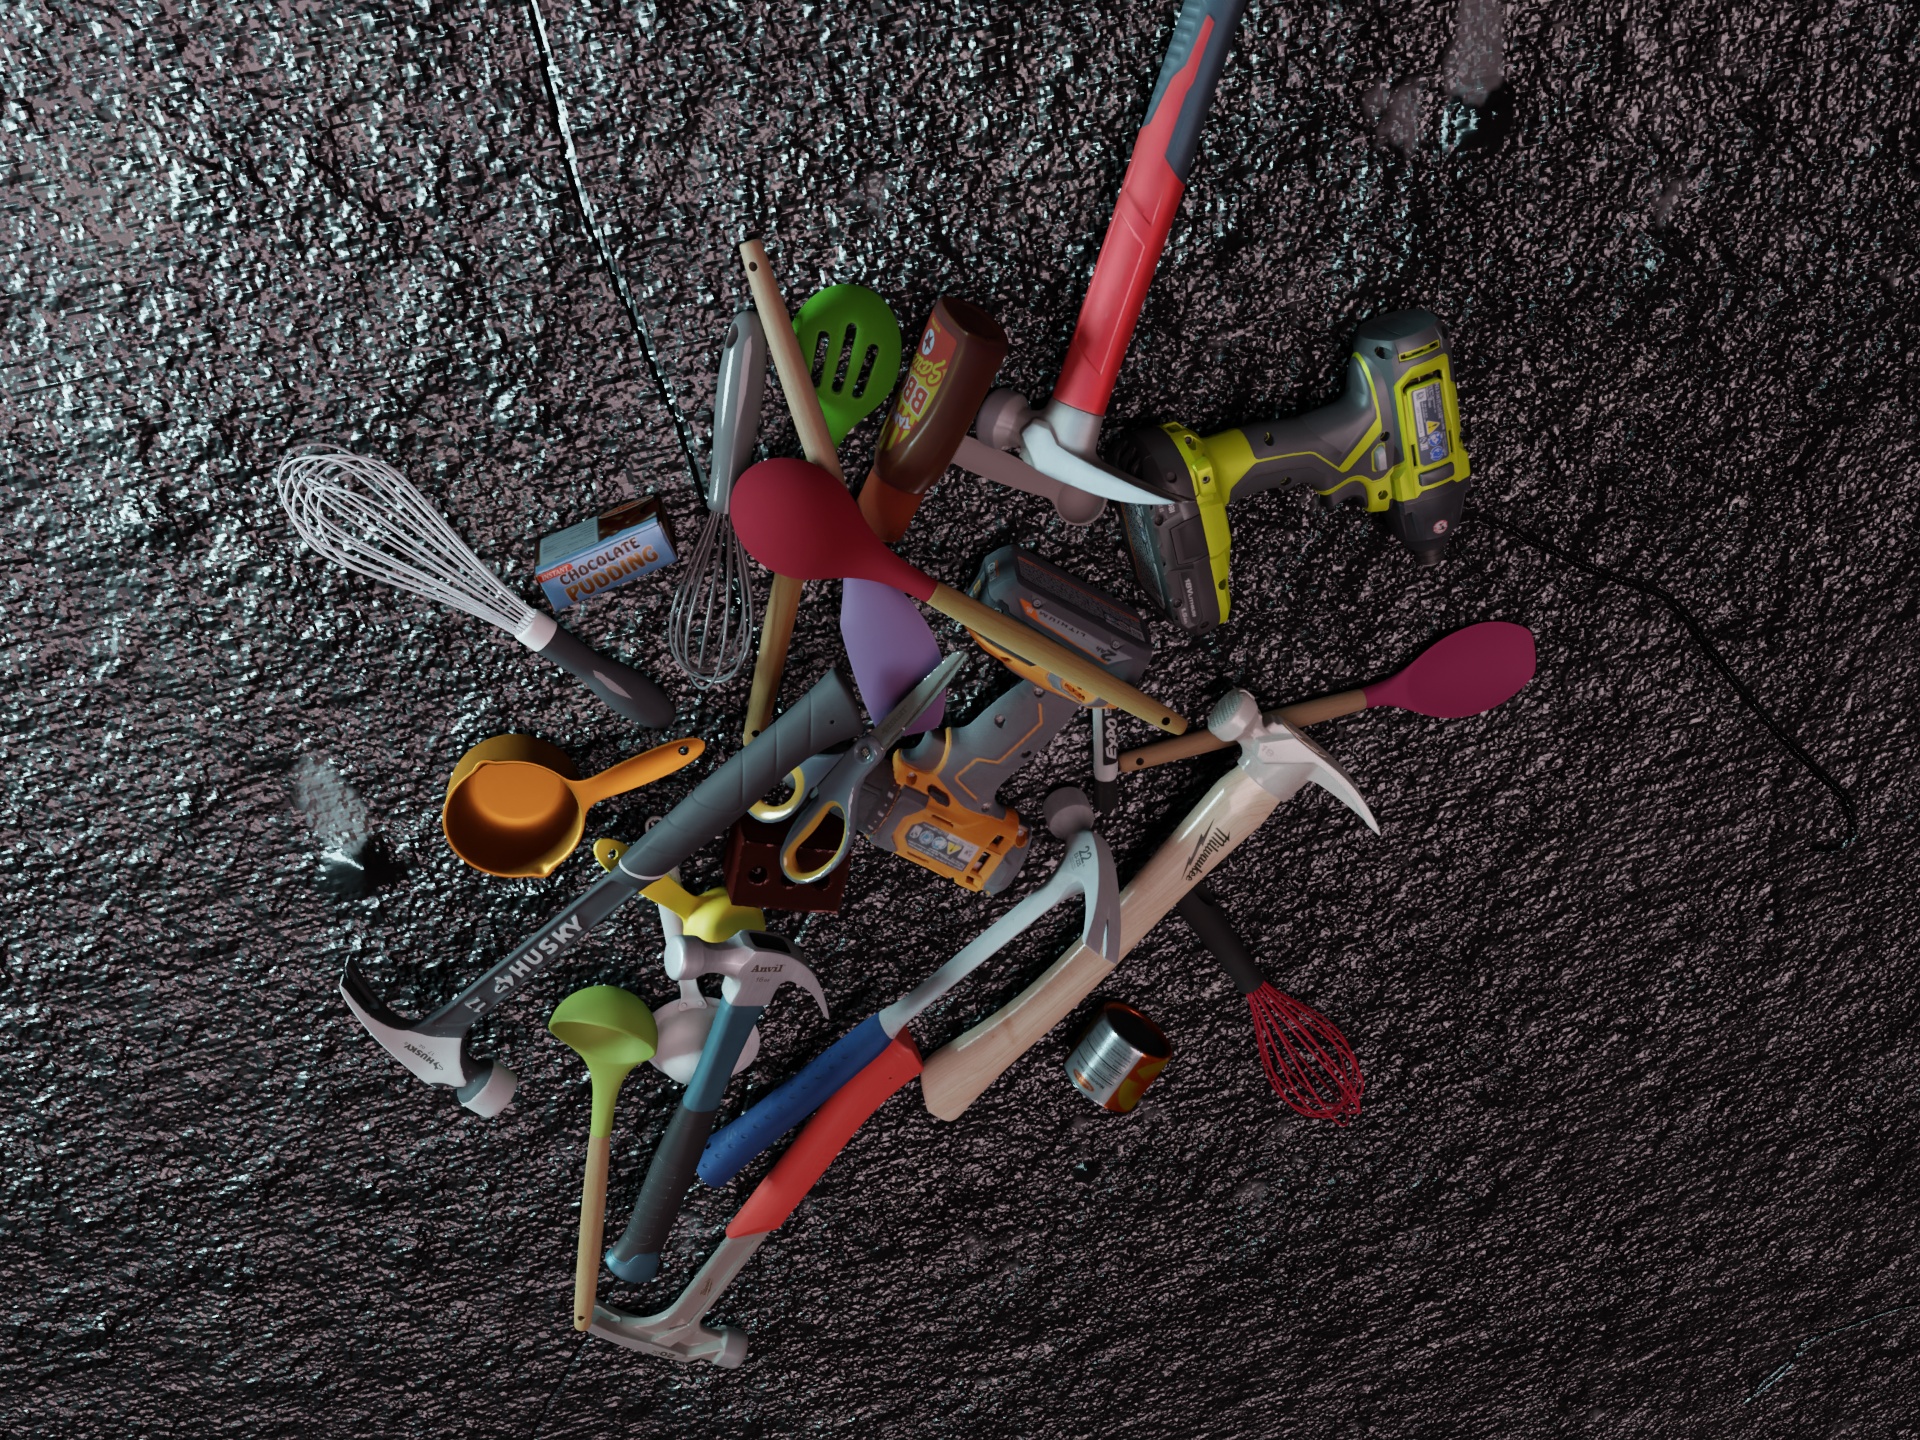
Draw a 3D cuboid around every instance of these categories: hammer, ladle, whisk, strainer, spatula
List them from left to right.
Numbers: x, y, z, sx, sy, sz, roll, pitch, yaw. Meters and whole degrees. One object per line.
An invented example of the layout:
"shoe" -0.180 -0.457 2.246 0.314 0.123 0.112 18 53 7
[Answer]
"whisk" -0.285 -0.074 0.968 0.070 0.070 0.284 -45 123 12
"ladle" -0.271 0.332 1.172 0.078 0.062 0.320 11 112 2
"hammer" -0.222 0.102 1.023 0.409 0.036 0.149 -39 120 13
"strainer" -0.197 0.181 1.133 0.087 0.050 0.258 -6 116 -1
"hammer" -0.191 0.282 1.136 0.128 0.033 0.331 5 122 -34
"whisk" -0.143 -0.130 0.973 0.055 0.055 0.238 4 113 -15
"hammer" -0.152 0.370 1.248 0.149 0.037 0.359 28 109 -25
"spatula" -0.072 -0.133 0.959 0.060 0.018 0.315 -12 111 18
"hammer" -0.045 0.218 1.150 0.405 0.144 0.035 -41 126 18
"ladle" 0.004 -0.065 0.965 0.315 0.031 0.069 27 106 -13
"hammer" 0.120 0.163 1.174 0.146 0.038 0.410 37 110 -14
"hammer" 0.128 -0.316 0.903 0.038 0.143 0.386 -16 129 -58
"whisk" 0.236 0.217 1.246 0.073 0.073 0.295 -34 115 6

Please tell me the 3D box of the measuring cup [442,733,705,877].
"measuring cup" -0.250 0.036 1.035 0.173 0.052 0.095 -22 121 -3

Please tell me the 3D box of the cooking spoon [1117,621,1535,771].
"cooking spoon" 0.266 -0.010 1.150 0.319 0.017 0.068 -15 111 -5

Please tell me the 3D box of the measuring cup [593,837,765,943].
"measuring cup" -0.188 0.122 1.077 0.156 0.029 0.062 44 67 -43

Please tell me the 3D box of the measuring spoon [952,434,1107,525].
"measuring spoon" 0.036 -0.160 1.019 0.124 0.018 0.034 21 111 -15

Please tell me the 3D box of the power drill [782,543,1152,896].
"power drill" -0.002 -0.003 1.057 0.185 0.084 0.226 26 114 -16

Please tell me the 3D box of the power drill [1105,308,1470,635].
"power drill" 0.220 -0.148 1.032 0.223 0.080 0.171 -21 121 -5

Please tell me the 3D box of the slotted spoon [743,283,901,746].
"slotted spoon" -0.100 -0.117 1.001 0.070 0.031 0.313 11 117 -11
